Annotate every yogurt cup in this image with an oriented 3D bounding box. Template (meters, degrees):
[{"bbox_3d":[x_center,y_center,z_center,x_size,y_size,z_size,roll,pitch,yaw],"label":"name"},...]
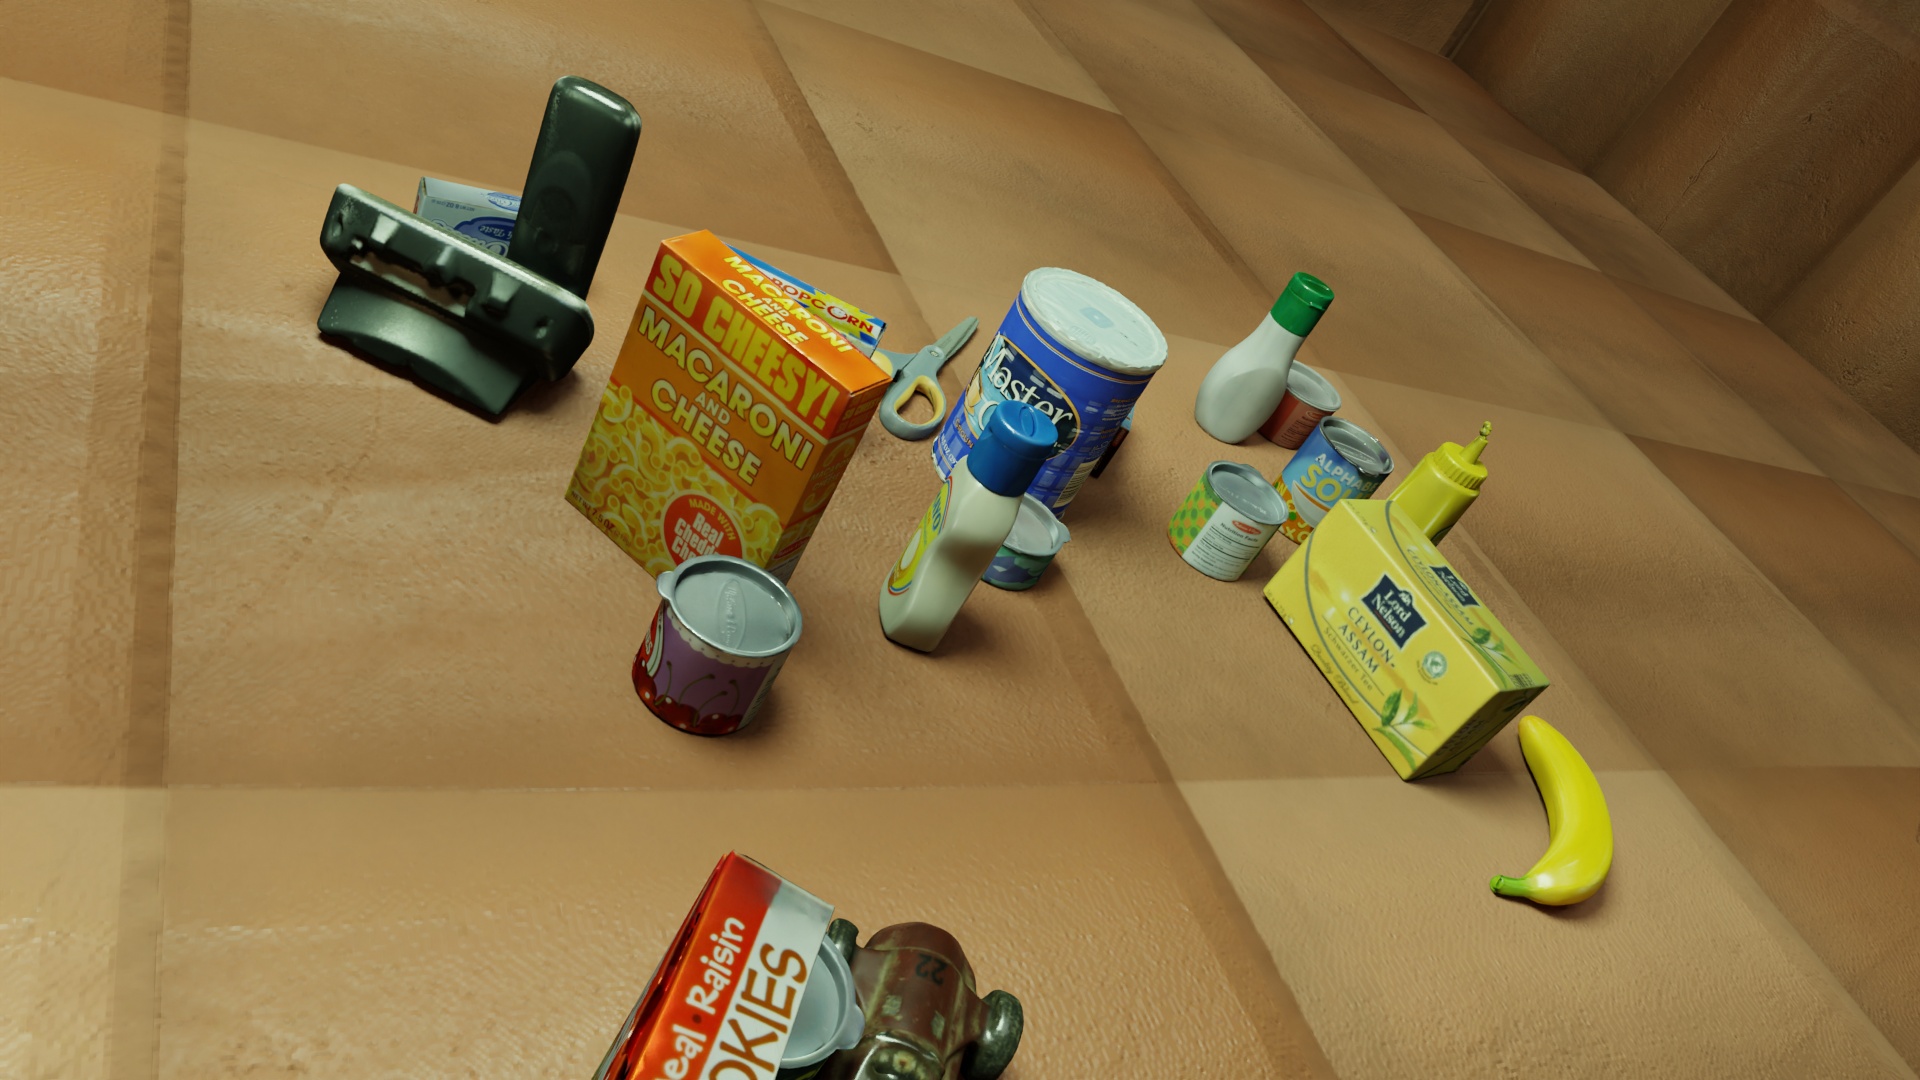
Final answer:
[{"bbox_3d":[0.285,-0.116,1.196,0.072,0.053,0.073,21,35,-15],"label":"yogurt cup"}]

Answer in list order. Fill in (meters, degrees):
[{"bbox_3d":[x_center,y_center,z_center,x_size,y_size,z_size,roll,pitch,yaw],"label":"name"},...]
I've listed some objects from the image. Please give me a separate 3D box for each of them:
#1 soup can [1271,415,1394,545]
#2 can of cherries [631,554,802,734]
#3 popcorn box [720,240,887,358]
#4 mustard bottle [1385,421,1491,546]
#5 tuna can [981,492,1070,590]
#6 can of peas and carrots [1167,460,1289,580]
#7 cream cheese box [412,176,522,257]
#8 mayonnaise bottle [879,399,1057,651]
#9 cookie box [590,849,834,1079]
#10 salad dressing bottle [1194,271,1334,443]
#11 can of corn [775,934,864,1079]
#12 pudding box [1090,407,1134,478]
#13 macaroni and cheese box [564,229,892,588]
[{"bbox_3d":[0.282,-0.042,1.072,0.071,0.083,0.072,21,35,-15],"label":"soup can"},{"bbox_3d":[-0.119,0.049,0.663,0.071,0.058,0.072,21,35,-15],"label":"can of cherries"},{"bbox_3d":[-0.121,-0.122,0.859,0.127,0.084,0.038,25,34,-9],"label":"popcorn box"},{"bbox_3d":[0.341,-0.023,1.024,0.049,0.159,0.065,45,35,19],"label":"mustard bottle"},{"bbox_3d":[0.030,-0.002,0.869,0.071,0.032,0.071,21,35,-15],"label":"tuna can"},{"bbox_3d":[0.189,-0.015,0.986,0.071,0.058,0.071,21,35,-15],"label":"can of peas and carrots"},{"bbox_3d":[-0.279,-0.182,0.843,0.104,0.053,0.024,5,42,-34],"label":"cream cheese box"},{"bbox_3d":[0.003,-0.009,0.753,0.041,0.147,0.065,21,35,-15],"label":"mayonnaise bottle"},{"bbox_3d":[-0.099,0.188,0.399,0.040,0.166,0.123,27,33,-6],"label":"cookie box"},{"bbox_3d":[0.245,-0.147,1.121,0.064,0.147,0.044,17,36,-21],"label":"salad dressing bottle"},{"bbox_3d":[-0.079,0.183,0.521,0.071,0.058,0.071,21,35,-15],"label":"can of corn"},{"bbox_3d":[0.105,-0.090,1.025,0.030,0.049,0.084,27,34,-6],"label":"pudding box"},{"bbox_3d":[-0.120,-0.050,0.693,0.124,0.165,0.040,39,34,12],"label":"macaroni and cheese box"}]
